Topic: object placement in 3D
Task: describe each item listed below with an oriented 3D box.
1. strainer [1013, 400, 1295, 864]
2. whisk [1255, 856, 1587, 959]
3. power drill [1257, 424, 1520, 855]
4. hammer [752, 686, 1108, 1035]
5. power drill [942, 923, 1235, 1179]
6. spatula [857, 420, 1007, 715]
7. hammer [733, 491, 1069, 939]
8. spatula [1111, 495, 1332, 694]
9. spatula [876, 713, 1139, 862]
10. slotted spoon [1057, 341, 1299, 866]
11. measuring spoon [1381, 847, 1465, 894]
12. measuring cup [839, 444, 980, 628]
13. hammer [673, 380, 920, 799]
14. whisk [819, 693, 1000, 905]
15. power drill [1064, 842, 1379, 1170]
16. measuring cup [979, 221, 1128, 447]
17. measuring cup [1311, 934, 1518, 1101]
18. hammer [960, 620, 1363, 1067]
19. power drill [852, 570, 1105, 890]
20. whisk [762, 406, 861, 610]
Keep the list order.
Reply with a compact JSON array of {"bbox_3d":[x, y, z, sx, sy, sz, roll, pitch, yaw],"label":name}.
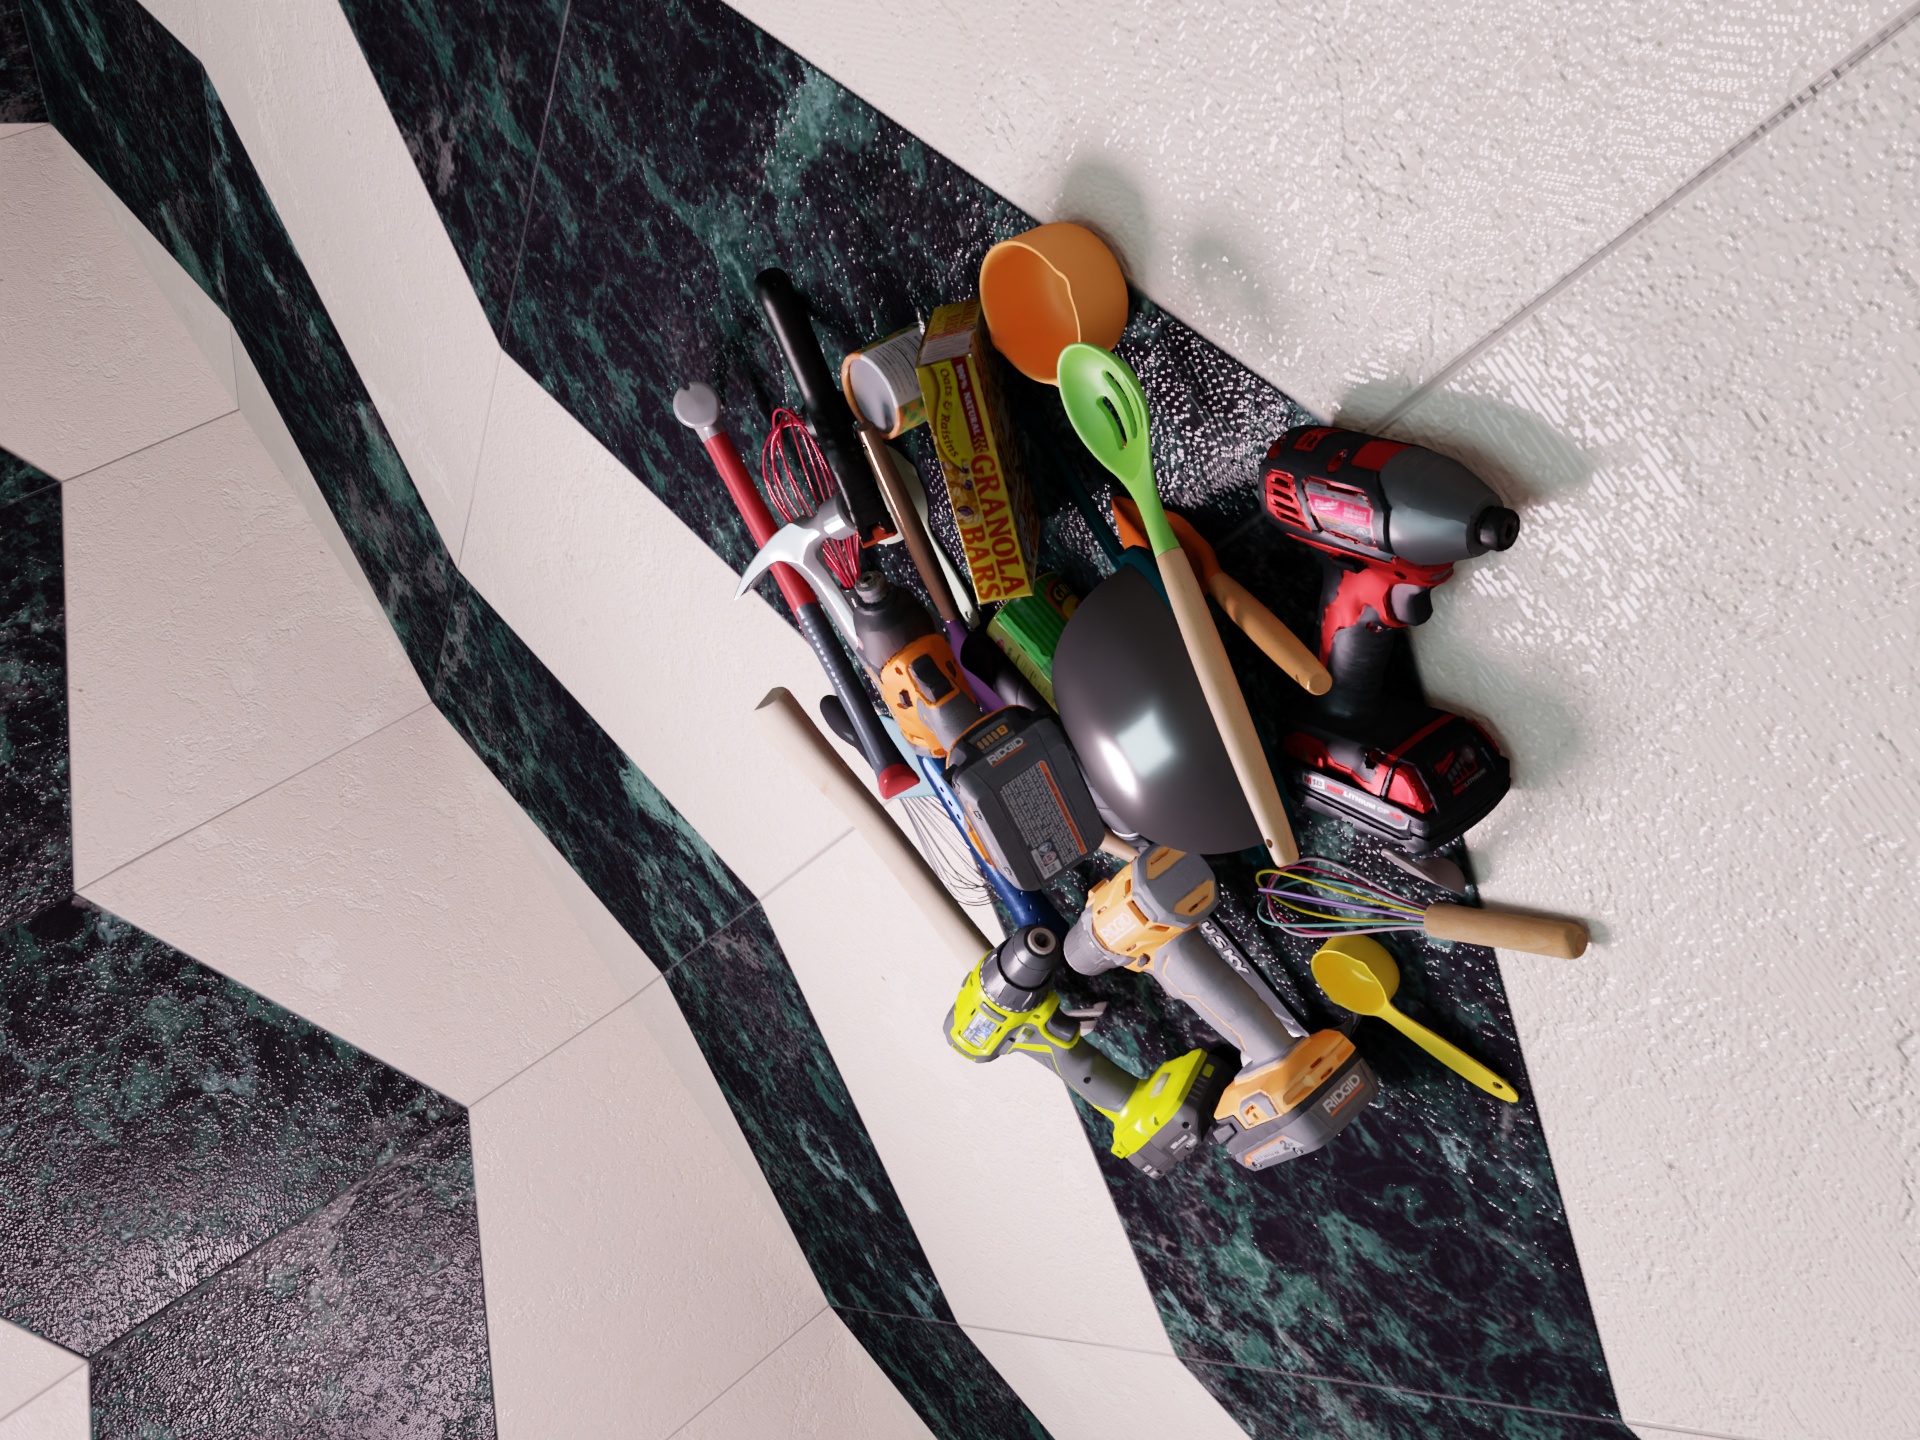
[{"bbox_3d":[0.088,-0.050,1.009,0.341,0.095,0.211,61,179,17],"label":"strainer"},{"bbox_3d":[0.277,0.121,0.997,0.245,0.051,0.047,3,116,54],"label":"whisk"},{"bbox_3d":[0.235,-0.045,0.857,0.143,0.078,0.219,26,136,46],"label":"power drill"},{"bbox_3d":[-0.033,0.130,1.359,0.146,0.038,0.410,-13,123,44],"label":"hammer"},{"bbox_3d":[0.105,0.268,1.318,0.228,0.080,0.190,34,143,5],"label":"power drill"},{"bbox_3d":[-0.017,-0.100,1.211,0.060,0.018,0.315,32,157,43],"label":"spatula"},{"bbox_3d":[-0.036,0.015,1.296,0.144,0.035,0.405,-23,104,38],"label":"hammer"},{"bbox_3d":[0.147,-0.068,0.913,0.323,0.041,0.081,-108,-4,-70],"label":"spatula"},{"bbox_3d":[0.041,0.069,1.329,0.318,0.044,0.082,23,122,46],"label":"spatula"},{"bbox_3d":[0.124,-0.068,0.879,0.314,0.031,0.070,70,157,10],"label":"slotted spoon"},{"bbox_3d":[0.269,0.082,0.924,0.034,0.018,0.124,24,180,33],"label":"measuring spoon"},{"bbox_3d":[-0.040,-0.137,1.248,0.167,0.038,0.083,59,153,2],"label":"measuring cup"},{"bbox_3d":[-0.139,-0.109,1.375,0.386,0.038,0.143,63,179,-8],"label":"hammer"},{"bbox_3d":[-0.047,0.066,1.465,0.285,0.070,0.070,46,151,30],"label":"whisk"},{"bbox_3d":[0.169,0.205,1.135,0.226,0.084,0.185,52,151,9],"label":"power drill"},{"bbox_3d":[0.081,-0.216,0.952,0.173,0.052,0.095,57,153,-4],"label":"measuring cup"},{"bbox_3d":[0.306,0.196,1.057,0.156,0.029,0.062,36,148,15],"label":"measuring cup"},{"bbox_3d":[0.138,0.092,1.165,0.409,0.036,0.149,51,151,1],"label":"hammer"},{"bbox_3d":[-0.002,-0.003,1.092,0.227,0.084,0.164,49,170,48],"label":"power drill"},{"bbox_3d":[-0.097,-0.131,1.335,0.073,0.073,0.295,24,145,47],"label":"whisk"}]
